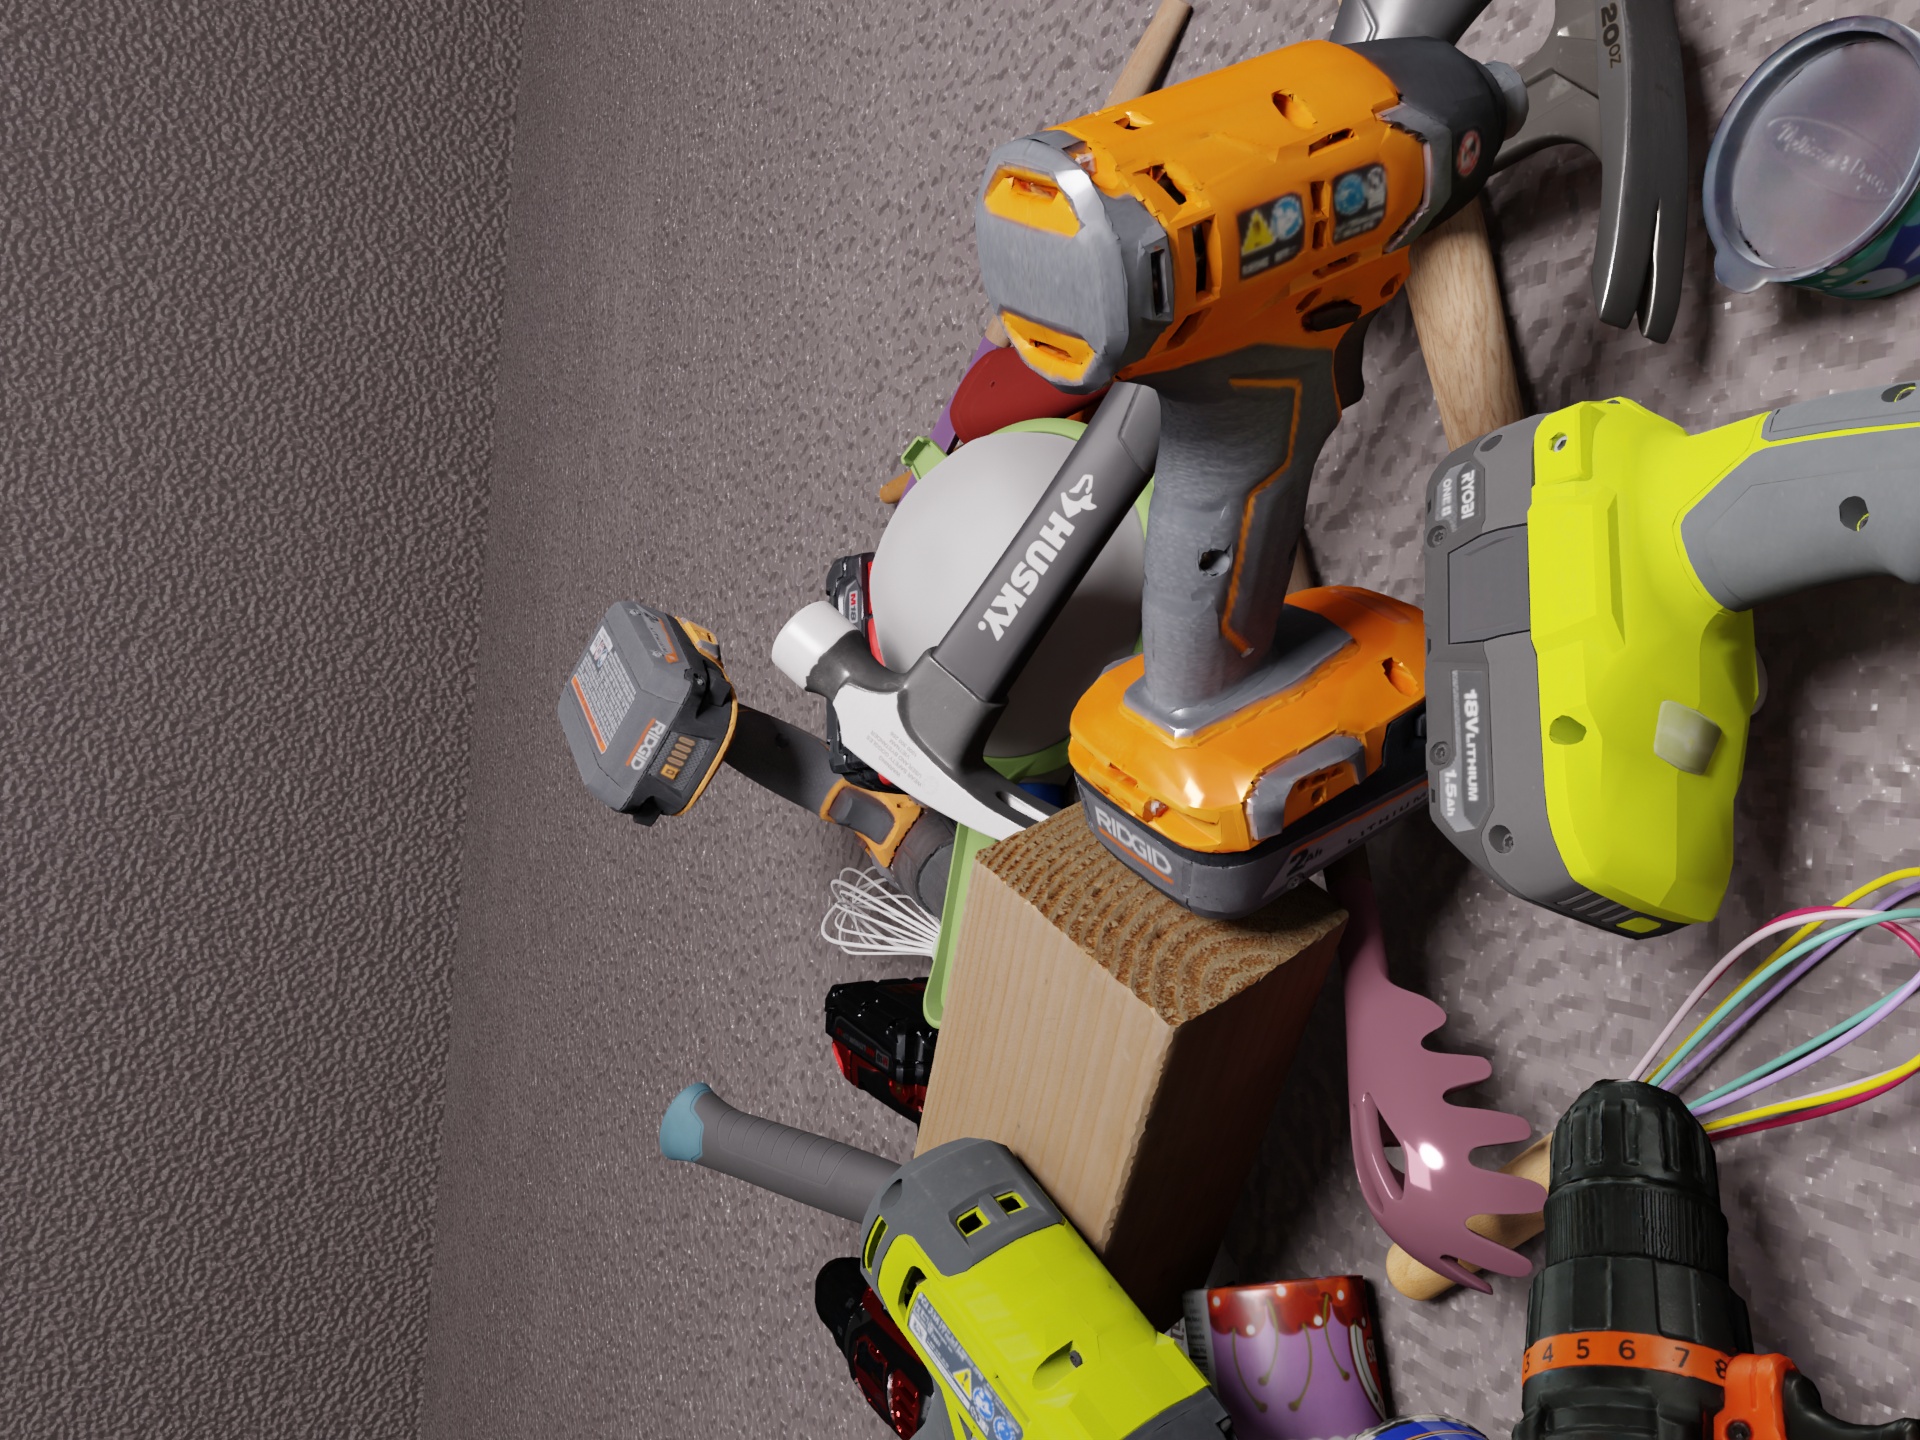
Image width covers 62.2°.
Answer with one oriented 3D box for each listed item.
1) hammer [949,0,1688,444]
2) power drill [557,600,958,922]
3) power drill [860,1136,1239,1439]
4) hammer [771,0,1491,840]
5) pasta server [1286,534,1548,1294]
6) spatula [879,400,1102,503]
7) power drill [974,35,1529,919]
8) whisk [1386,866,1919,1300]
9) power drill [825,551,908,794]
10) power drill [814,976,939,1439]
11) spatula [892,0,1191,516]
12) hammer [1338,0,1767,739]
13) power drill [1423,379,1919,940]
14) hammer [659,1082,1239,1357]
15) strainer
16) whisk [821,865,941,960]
[{"bbox_3d":[0.102,-0.156,0.595,0.359,0.036,0.149,-16,70,57],"label":"hammer"},{"bbox_3d":[-0.079,0.036,0.813,0.084,0.226,0.186,-59,31,10],"label":"power drill"},{"bbox_3d":[0.019,0.269,0.516,0.171,0.080,0.223,45,135,37],"label":"power drill"},{"bbox_3d":[0.067,-0.102,0.534,0.146,0.035,0.334,41,115,15],"label":"hammer"},{"bbox_3d":[0.138,0.035,0.554,0.060,0.040,0.317,114,160,-51],"label":"pasta server"},{"bbox_3d":[0.015,-0.152,0.855,0.323,0.041,0.081,-7,75,65],"label":"spatula"},{"bbox_3d":[0.096,-0.072,0.451,0.084,0.164,0.226,36,146,47],"label":"power drill"},{"bbox_3d":[0.191,0.117,0.452,0.244,0.051,0.047,-61,41,46],"label":"whisk"},{"bbox_3d":[0.038,-0.039,0.705,0.220,0.078,0.143,-9,78,45],"label":"power drill"},{"bbox_3d":[-0.029,0.255,0.848,0.188,0.080,0.226,-173,85,-64],"label":"power drill"},{"bbox_3d":[0.030,-0.215,0.810,0.315,0.018,0.060,-59,15,29],"label":"spatula"},{"bbox_3d":[0.170,-0.132,0.544,0.130,0.031,0.331,-39,52,56],"label":"hammer"},{"bbox_3d":[0.215,-0.021,0.332,0.228,0.080,0.191,-20,58,50],"label":"power drill"},{"bbox_3d":[-0.022,0.223,0.737,0.331,0.033,0.128,5,94,39],"label":"hammer"},{"bbox_3d":[-0.001,-0.002,0.640,0.151,0.069,0.256,9,89,43],"label":"strainer"},{"bbox_3d":[-0.010,0.122,0.859,0.246,0.059,0.057,12,135,60],"label":"whisk"}]
